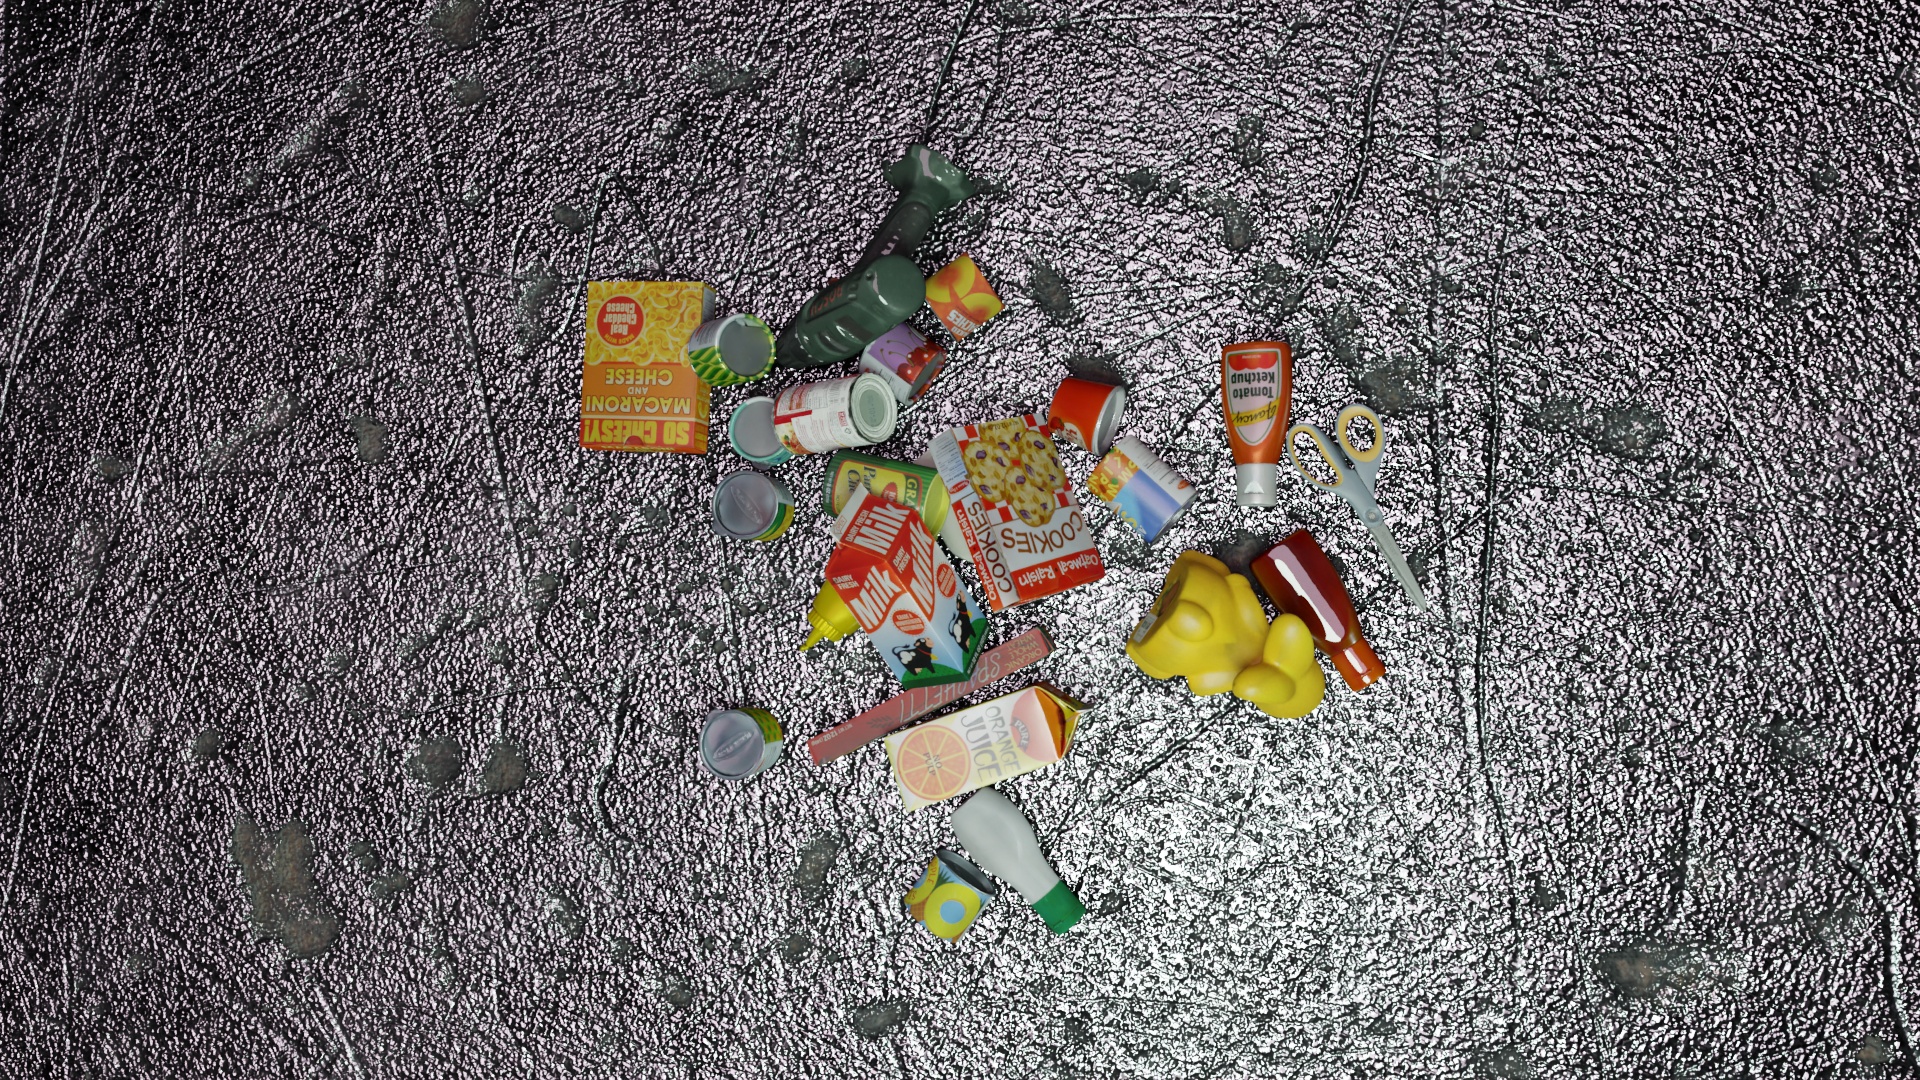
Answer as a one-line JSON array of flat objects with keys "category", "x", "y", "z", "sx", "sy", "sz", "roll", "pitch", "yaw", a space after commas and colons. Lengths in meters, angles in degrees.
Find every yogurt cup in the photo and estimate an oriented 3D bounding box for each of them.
[{"category": "yogurt cup", "x": 0.116, "y": -0.118, "z": 1.289, "sx": 0.054, "sy": 0.072, "sz": 0.072, "roll": 21, "pitch": 91, "yaw": 19}]

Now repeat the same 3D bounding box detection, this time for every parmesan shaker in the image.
[{"category": "parmesan shaker", "x": -0.068, "y": -0.040, "z": 1.279, "sx": 0.103, "sy": 0.071, "sz": 0.071, "roll": 13, "pitch": 89, "yaw": 18}]

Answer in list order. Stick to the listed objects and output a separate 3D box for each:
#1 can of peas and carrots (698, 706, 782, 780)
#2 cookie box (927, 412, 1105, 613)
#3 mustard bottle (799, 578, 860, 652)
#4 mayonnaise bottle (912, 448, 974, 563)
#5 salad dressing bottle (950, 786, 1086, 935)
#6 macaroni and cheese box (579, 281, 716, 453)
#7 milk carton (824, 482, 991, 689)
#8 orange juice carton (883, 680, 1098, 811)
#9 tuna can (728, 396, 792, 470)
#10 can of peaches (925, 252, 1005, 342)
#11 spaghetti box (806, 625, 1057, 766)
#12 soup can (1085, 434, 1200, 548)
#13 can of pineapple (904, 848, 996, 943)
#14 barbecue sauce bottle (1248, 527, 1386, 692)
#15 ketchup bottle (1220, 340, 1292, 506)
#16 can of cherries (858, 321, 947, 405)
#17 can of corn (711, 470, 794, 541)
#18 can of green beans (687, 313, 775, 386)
[{"category": "can of peas and carrots", "x": -0.211, "y": 0.192, "z": 1.331, "sx": 0.071, "sy": 0.059, "sz": 0.071, "roll": -1, "pitch": 86, "yaw": 11}, {"category": "cookie box", "x": 0.053, "y": -0.028, "z": 1.265, "sx": 0.040, "sy": 0.123, "sz": 0.167, "roll": -28, "pitch": 80, "yaw": 44}, {"category": "mustard bottle", "x": -0.099, "y": 0.049, "z": 1.324, "sx": 0.065, "sy": 0.049, "sz": 0.160, "roll": 42, "pitch": 94, "yaw": 12}, {"category": "mayonnaise bottle", "x": 0.005, "y": -0.016, "z": 1.315, "sx": 0.064, "sy": 0.041, "sz": 0.148, "roll": -43, "pitch": 81, "yaw": 10}, {"category": "salad dressing bottle", "x": 0.054, "y": 0.296, "z": 1.283, "sx": 0.148, "sy": 0.044, "sz": 0.064, "roll": 49, "pitch": 118, "yaw": 6}, {"category": "macaroni and cheese box", "x": -0.312, "y": -0.172, "z": 1.382, "sx": 0.124, "sy": 0.040, "sz": 0.166, "roll": 2, "pitch": 87, "yaw": 11}, {"category": "milk carton", "x": -0.055, "y": 0.041, "z": 1.244, "sx": 0.073, "sy": 0.073, "sz": 0.190, "roll": -12, "pitch": 124, "yaw": 33}, {"category": "orange juice carton", "x": 0.035, "y": 0.182, "z": 1.280, "sx": 0.192, "sy": 0.072, "sz": 0.073, "roll": -20, "pitch": 84, "yaw": 9}, {"category": "tuna can", "x": -0.192, "y": -0.105, "z": 1.359, "sx": 0.071, "sy": 0.033, "sz": 0.071, "roll": -1, "pitch": 86, "yaw": 10}, {"category": "can of peaches", "x": 0.002, "y": -0.229, "z": 1.314, "sx": 0.058, "sy": 0.071, "sz": 0.071, "roll": -35, "pitch": 81, "yaw": 6}, {"category": "spaghetti box", "x": -0.026, "y": 0.146, "z": 1.305, "sx": 0.250, "sy": 0.050, "sz": 0.029, "roll": -27, "pitch": 84, "yaw": 7}, {"category": "soup can", "x": 0.165, "y": -0.045, "z": 1.275, "sx": 0.084, "sy": 0.071, "sz": 0.071, "roll": 42, "pitch": 95, "yaw": 11}, {"category": "can of pineapple", "x": -0.011, "y": 0.327, "z": 1.282, "sx": 0.071, "sy": 0.071, "sz": 0.058, "roll": 37, "pitch": 94, "yaw": 10}, {"category": "barbecue sauce bottle", "x": 0.325, "y": 0.065, "z": 1.249, "sx": 0.065, "sy": 0.043, "sz": 0.148, "roll": -34, "pitch": 82, "yaw": 7}, {"category": "ketchup bottle", "x": 0.271, "y": -0.106, "z": 1.269, "sx": 0.065, "sy": 0.043, "sz": 0.149, "roll": -1, "pitch": 87, "yaw": 22}, {"category": "can of cherries", "x": -0.053, "y": -0.173, "z": 1.322, "sx": 0.058, "sy": 0.071, "sz": 0.071, "roll": 36, "pitch": 94, "yaw": 10}, {"category": "can of corn", "x": -0.202, "y": -0.031, "z": 1.343, "sx": 0.071, "sy": 0.058, "sz": 0.071, "roll": -1, "pitch": 87, "yaw": 10}, {"category": "can of green beans", "x": -0.220, "y": -0.184, "z": 1.342, "sx": 0.058, "sy": 0.071, "sz": 0.071, "roll": 0, "pitch": 86, "yaw": 52}]
